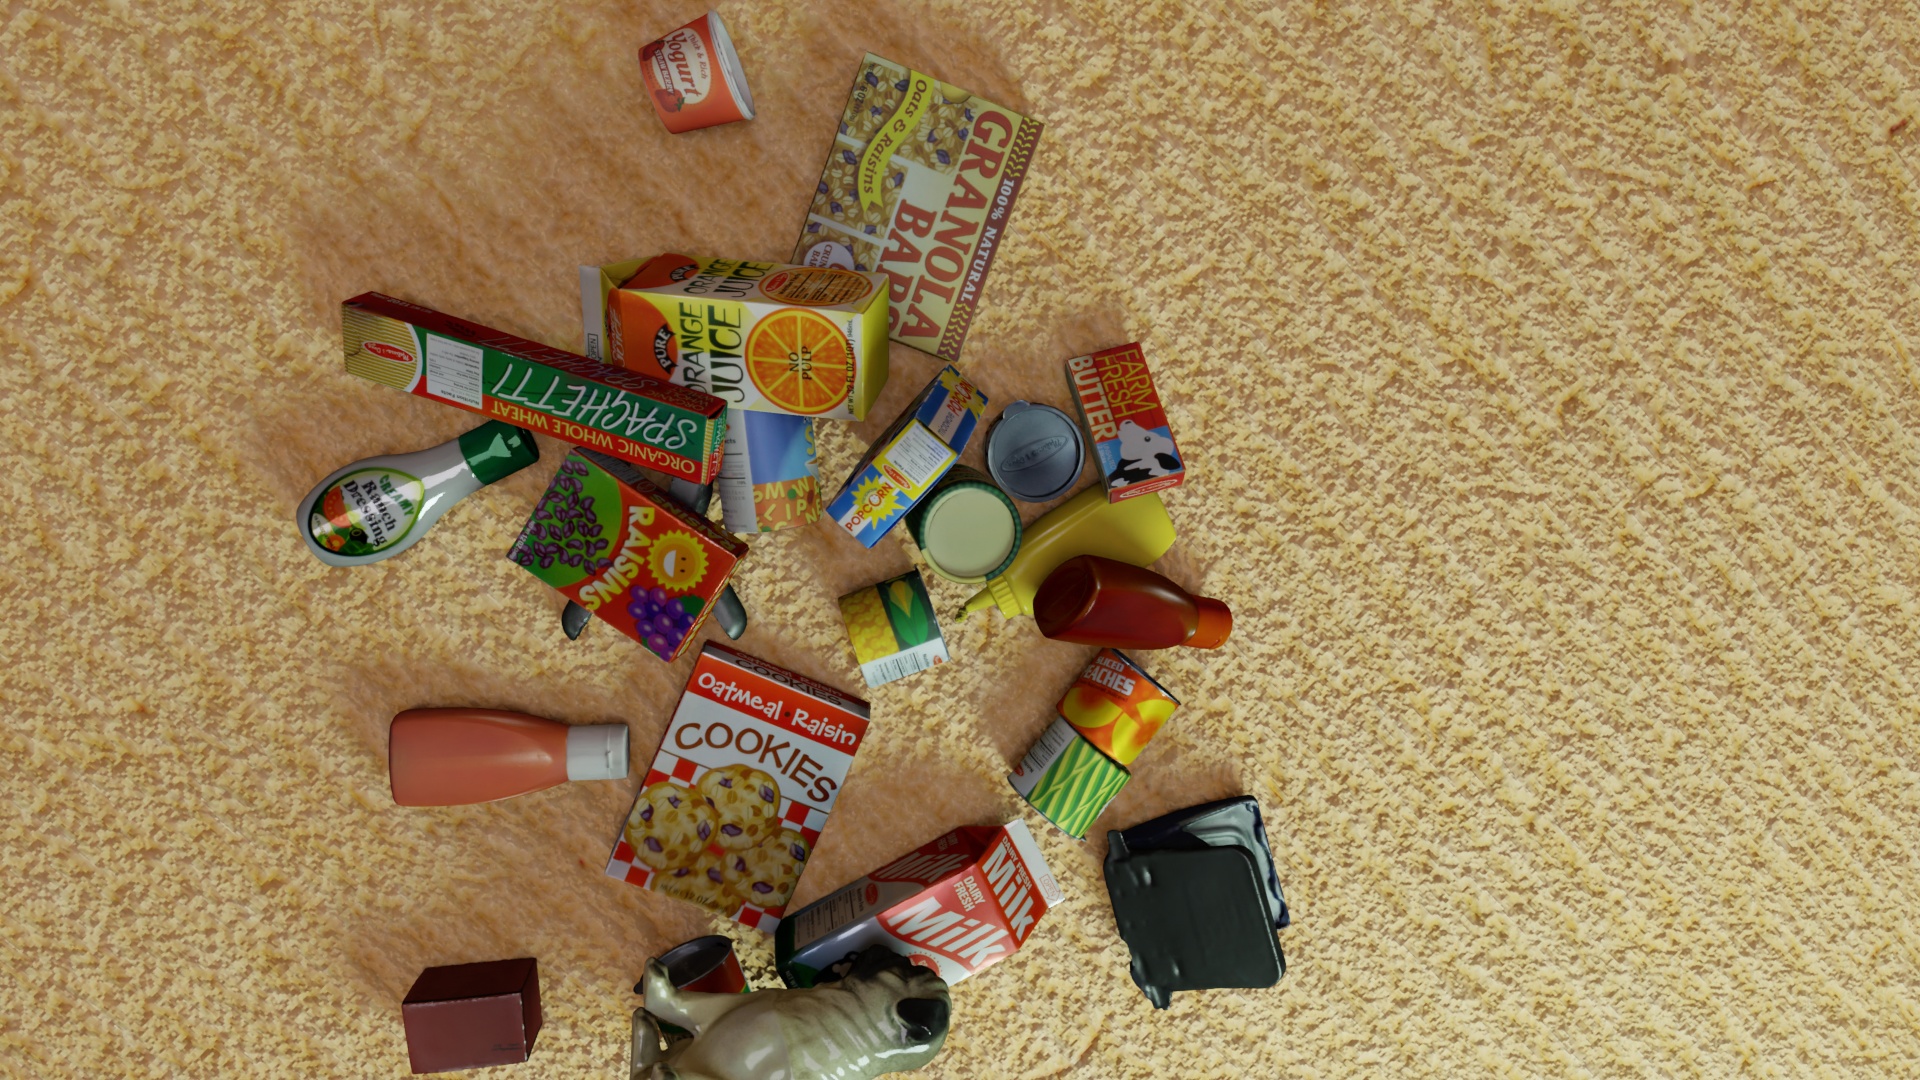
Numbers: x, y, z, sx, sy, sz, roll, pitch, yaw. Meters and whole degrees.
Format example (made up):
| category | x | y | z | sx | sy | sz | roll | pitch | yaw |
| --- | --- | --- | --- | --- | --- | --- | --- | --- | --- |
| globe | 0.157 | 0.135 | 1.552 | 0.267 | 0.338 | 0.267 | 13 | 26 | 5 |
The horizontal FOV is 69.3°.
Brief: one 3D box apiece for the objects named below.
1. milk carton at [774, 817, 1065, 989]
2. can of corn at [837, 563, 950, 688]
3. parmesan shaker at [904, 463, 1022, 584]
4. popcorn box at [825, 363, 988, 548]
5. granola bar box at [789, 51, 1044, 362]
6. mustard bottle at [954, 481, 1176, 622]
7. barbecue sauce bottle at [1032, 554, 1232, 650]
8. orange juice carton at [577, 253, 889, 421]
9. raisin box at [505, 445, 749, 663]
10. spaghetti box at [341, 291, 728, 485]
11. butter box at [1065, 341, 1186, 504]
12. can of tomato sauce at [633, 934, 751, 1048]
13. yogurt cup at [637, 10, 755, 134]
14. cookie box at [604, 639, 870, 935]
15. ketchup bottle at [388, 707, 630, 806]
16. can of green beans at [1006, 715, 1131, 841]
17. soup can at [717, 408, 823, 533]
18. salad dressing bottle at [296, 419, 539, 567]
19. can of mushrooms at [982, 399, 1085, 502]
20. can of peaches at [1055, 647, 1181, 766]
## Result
| category | x | y | z | sx | sy | sz | roll | pitch | yaw |
| --- | --- | --- | --- | --- | --- | --- | --- | --- | --- |
| milk carton | -0.027 | 0.263 | 0.956 | 0.191 | 0.073 | 0.072 | -28 | 101 | -3 |
| can of corn | -0.045 | 0.057 | 0.929 | 0.058 | 0.071 | 0.071 | -20 | 101 | -4 |
| parmesan shaker | 0.003 | -0.011 | 0.905 | 0.071 | 0.103 | 0.071 | -1 | 99 | -7 |
| popcorn box | -0.031 | -0.055 | 0.872 | 0.038 | 0.127 | 0.085 | 41 | 112 | -8 |
| granola bar box | -0.033 | -0.214 | 0.903 | 0.124 | 0.039 | 0.165 | 19 | 96 | -10 |
| mustard bottle | 0.065 | 0.013 | 0.944 | 0.160 | 0.049 | 0.065 | -27 | 107 | -2 |
| barbecue sauce bottle | 0.121 | 0.047 | 0.928 | 0.148 | 0.044 | 0.064 | 12 | 136 | -39 |
| orange juice carton | -0.144 | -0.129 | 0.861 | 0.193 | 0.073 | 0.071 | 7 | 120 | 9 |
| raisin box | -0.208 | 0.008 | 0.875 | 0.123 | 0.040 | 0.086 | 34 | 100 | -1 |
| spaghetti box | -0.261 | -0.094 | 0.851 | 0.250 | 0.029 | 0.050 | 17 | 121 | 8 |
| butter box | 0.108 | -0.080 | 0.924 | 0.053 | 0.024 | 0.104 | -14 | 68 | -4 |
| can of tomato sauce | -0.174 | 0.325 | 0.949 | 0.071 | 0.071 | 0.083 | -21 | 101 | -4 |
| yogurt cup | -0.165 | -0.287 | 0.863 | 0.054 | 0.072 | 0.072 | -18 | 101 | 4 |
| cookie box | -0.150 | 0.167 | 0.944 | 0.123 | 0.040 | 0.167 | 23 | 96 | -10 |
| ketchup bottle | -0.296 | 0.142 | 0.919 | 0.149 | 0.043 | 0.064 | 0 | 100 | -7 |
| can of green beans | 0.075 | 0.163 | 0.959 | 0.071 | 0.071 | 0.058 | 39 | 92 | -11 |
| soup can | -0.123 | -0.052 | 0.902 | 0.071 | 0.071 | 0.083 | -7 | 100 | -6 |
| salad dressing bottle | -0.344 | -0.035 | 0.886 | 0.148 | 0.044 | 0.064 | -27 | 100 | -3 |
| can of mushrooms | 0.048 | -0.062 | 0.939 | 0.071 | 0.033 | 0.071 | -1 | 99 | -7 |
| can of peaches | 0.107 | 0.112 | 0.954 | 0.071 | 0.071 | 0.058 | 38 | 93 | -11 |
